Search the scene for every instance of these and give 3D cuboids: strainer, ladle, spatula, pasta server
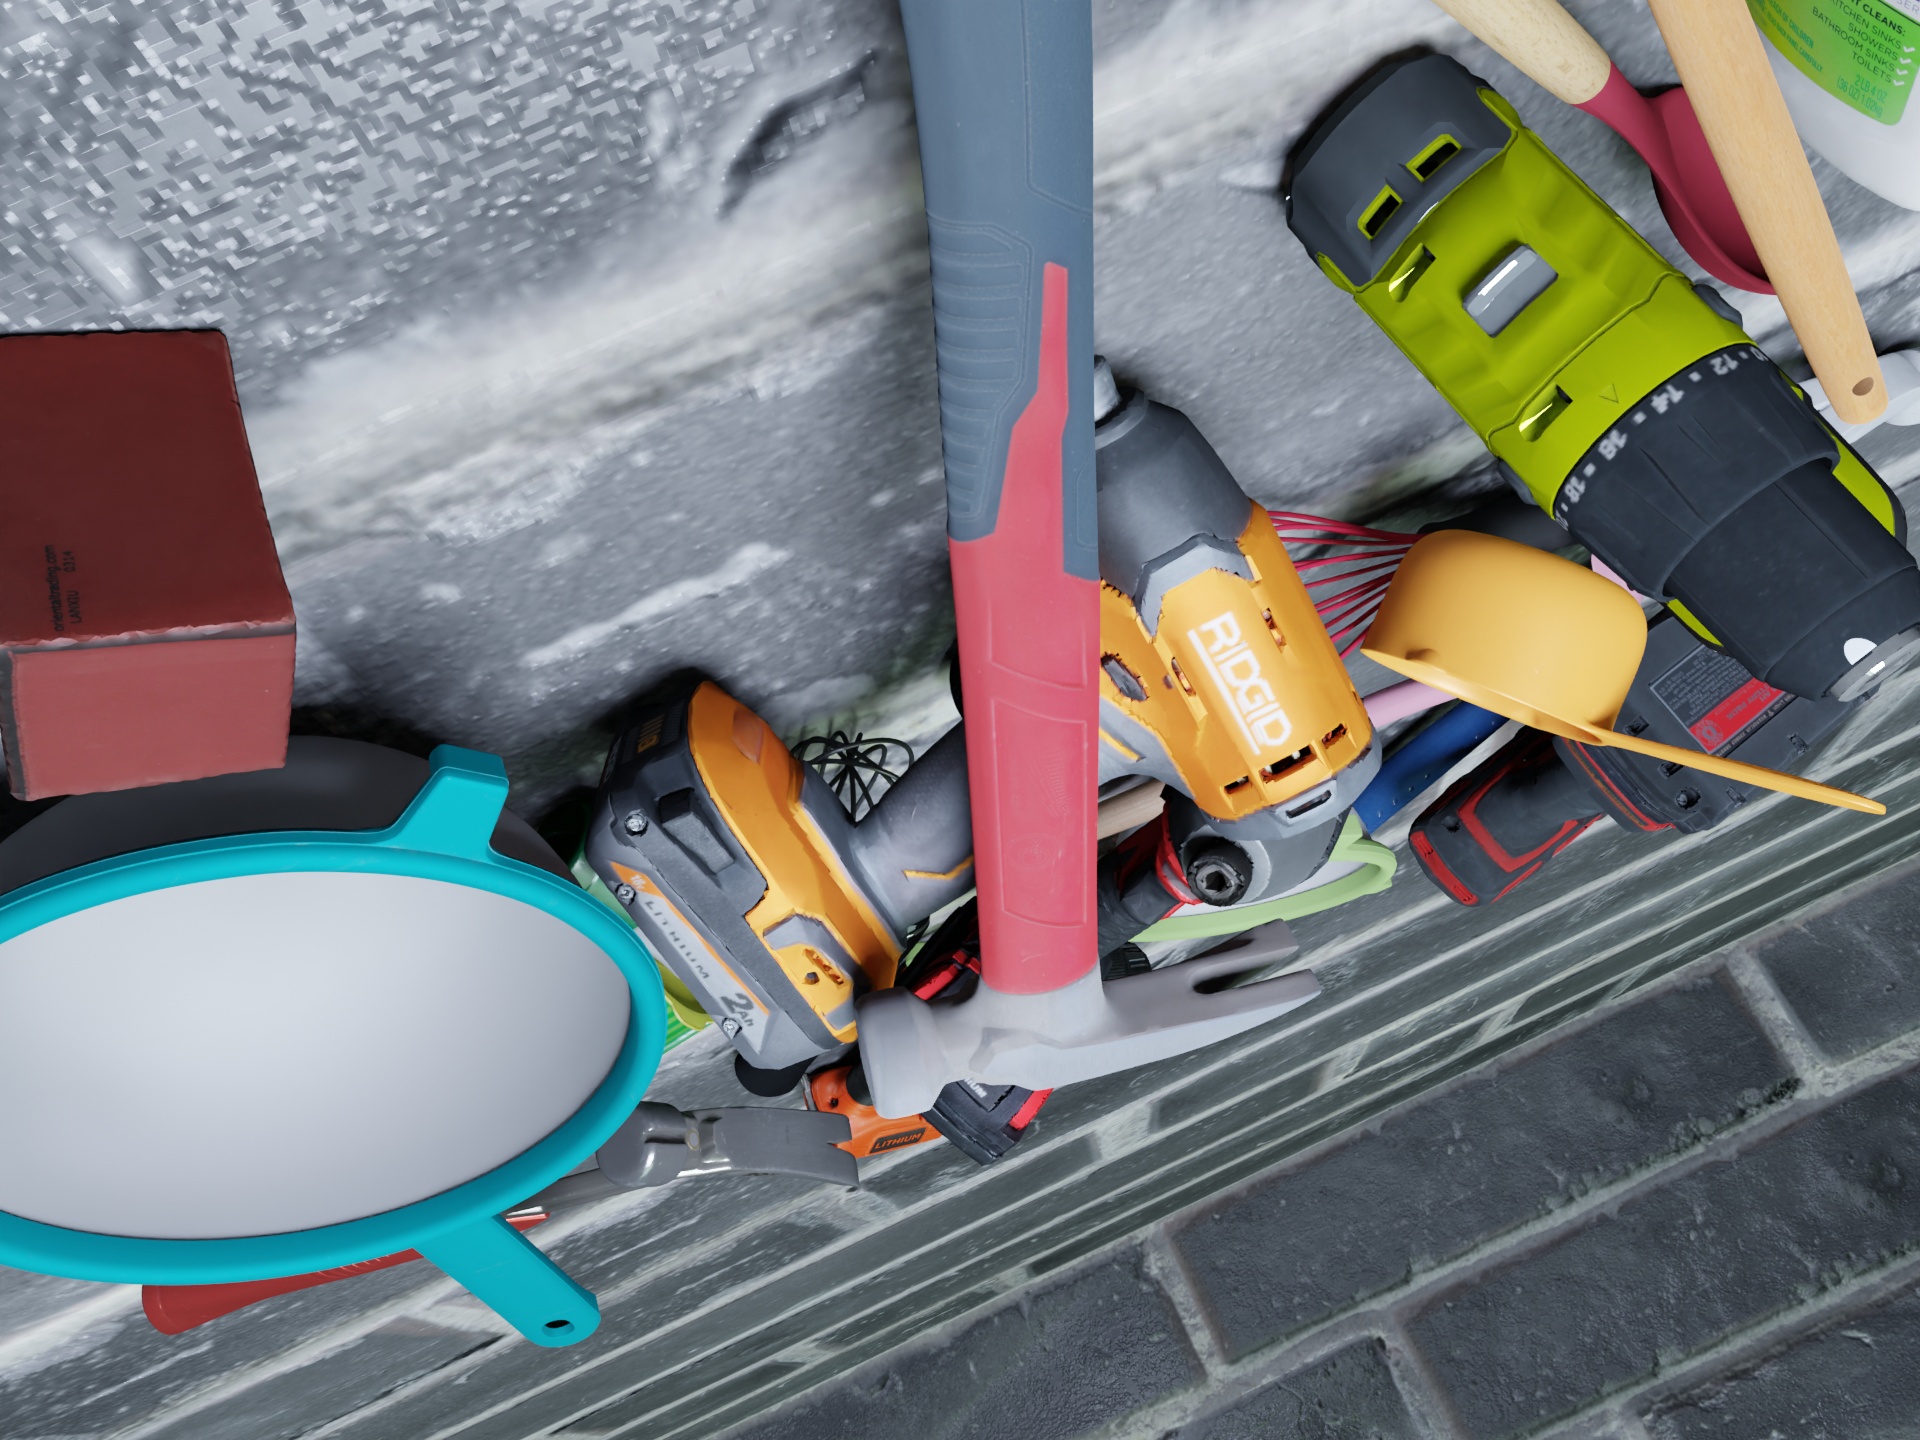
[{"bbox_3d":[0.087,0.073,0.812,0.256,0.069,0.151,-14,160,17],"label":"strainer"},{"bbox_3d":[-0.188,0.111,0.515,0.211,0.095,0.340,-19,142,-4],"label":"strainer"},{"bbox_3d":[0.144,-0.170,0.395,0.315,0.069,0.031,9,156,-43],"label":"ladle"},{"bbox_3d":[0.147,-0.165,0.327,0.081,0.041,0.322,-35,128,18],"label":"spatula"},{"bbox_3d":[0.154,0.000,0.710,0.316,0.040,0.060,-25,177,26],"label":"pasta server"}]

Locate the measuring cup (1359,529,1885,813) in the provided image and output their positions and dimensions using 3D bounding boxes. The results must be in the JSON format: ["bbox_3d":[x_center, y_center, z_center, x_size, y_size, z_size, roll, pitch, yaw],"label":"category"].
[{"bbox_3d":[0.217,-0.019,0.518,0.095,0.174,0.052,19,93,-47],"label":"measuring cup"}]

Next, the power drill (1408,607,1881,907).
[{"bbox_3d":[0.324,0.001,0.752,0.188,0.080,0.226,-35,169,-14],"label":"power drill"}]

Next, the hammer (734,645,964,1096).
[{"bbox_3d":[-0.017,0.083,0.748,0.149,0.036,0.408,-8,150,-36],"label":"hammer"}]

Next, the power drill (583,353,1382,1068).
[{"bbox_3d":[-0.001,-0.002,0.499,0.226,0.084,0.164,-28,115,9],"label":"power drill"}]

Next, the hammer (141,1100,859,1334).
[{"bbox_3d":[-0.227,0.227,0.714,0.359,0.037,0.149,-21,156,24],"label":"hammer"}]

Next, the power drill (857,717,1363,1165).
[{"bbox_3d":[0.063,0.076,0.627,0.219,0.078,0.143,-45,180,31],"label":"power drill"}]

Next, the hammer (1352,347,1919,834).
[{"bbox_3d":[0.299,-0.035,0.805,0.144,0.035,0.405,-16,156,-40],"label":"hammer"}]

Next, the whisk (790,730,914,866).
[{"bbox_3d":[-0.064,0.067,0.662,0.055,0.055,0.238,-15,157,-24],"label":"whisk"}]

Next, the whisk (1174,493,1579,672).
[{"bbox_3d":[0.172,-0.062,0.620,0.296,0.073,0.073,-17,154,-30],"label":"whisk"}]

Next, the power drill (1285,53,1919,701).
[{"bbox_3d":[0.204,-0.080,0.459,0.080,0.191,0.228,-45,155,24],"label":"power drill"}]

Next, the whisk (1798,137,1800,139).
[{"bbox_3d":[0.284,-0.241,0.394,0.051,0.047,0.244,-18,158,-19],"label":"whisk"}]

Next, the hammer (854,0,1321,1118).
[{"bbox_3d":[0.030,-0.043,0.373,0.143,0.038,0.385,-12,132,-9],"label":"hammer"}]
